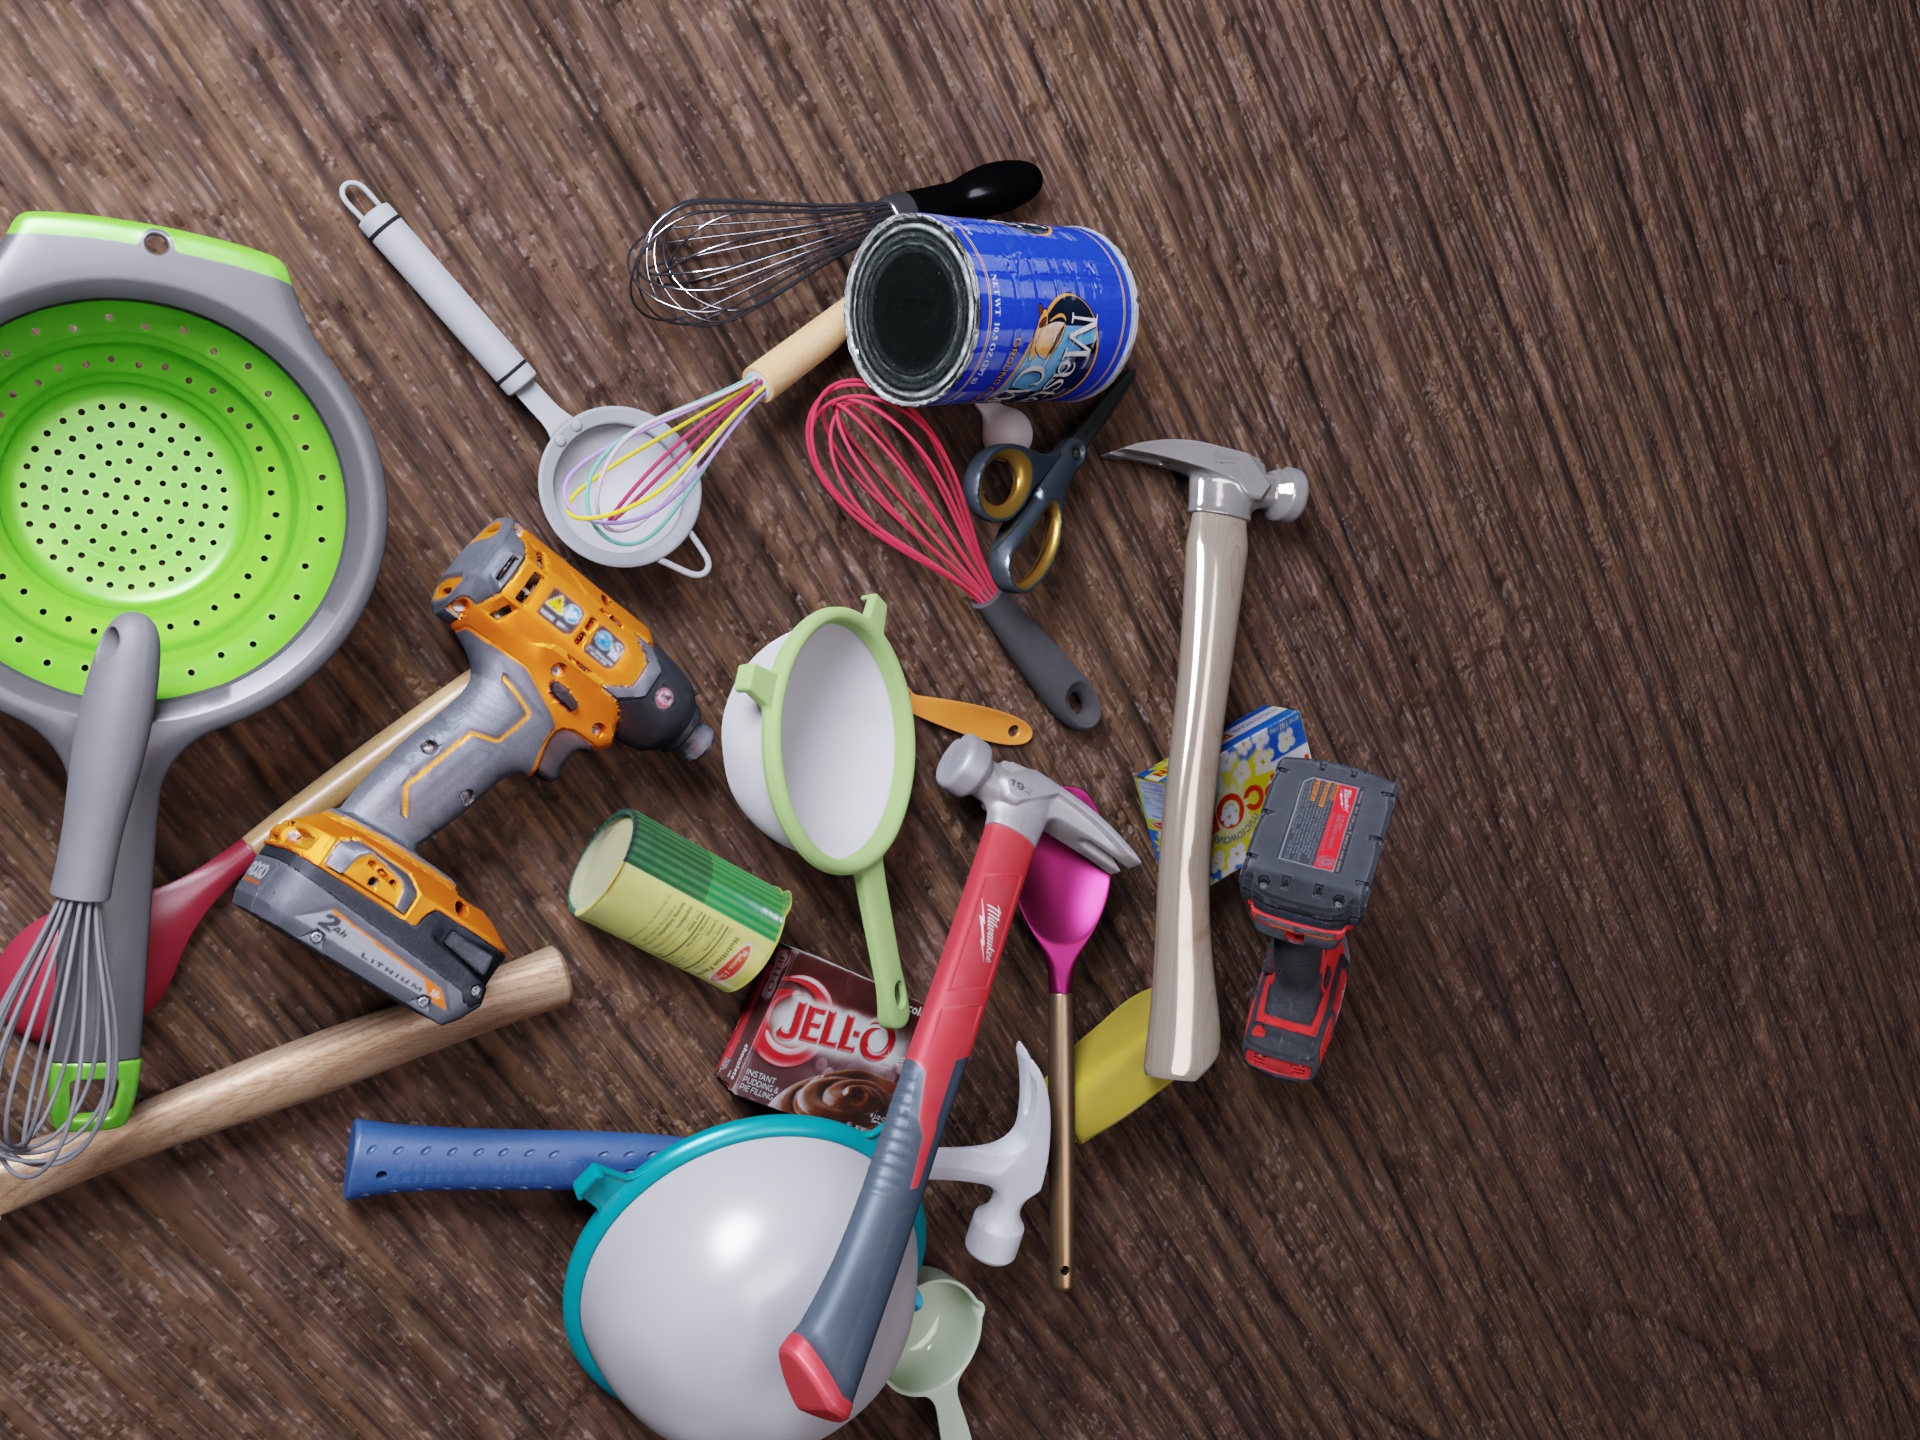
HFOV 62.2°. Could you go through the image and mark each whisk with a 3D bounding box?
[{"bbox_3d":[-0.366,0.072,0.663,0.055,0.055,0.239,11,90,-32],"label":"whisk"},{"bbox_3d":[0.006,-0.090,0.965,0.073,0.073,0.295,-51,124,-15],"label":"whisk"},{"bbox_3d":[-0.062,-0.279,0.900,0.284,0.070,0.070,-25,109,-31],"label":"whisk"},{"bbox_3d":[-0.119,-0.168,0.851,0.051,0.047,0.245,52,52,-13],"label":"whisk"}]

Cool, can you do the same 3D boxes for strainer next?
[{"bbox_3d":[-0.080,0.062,0.919,0.151,0.069,0.256,-39,123,-57],"label":"strainer"},{"bbox_3d":[-0.110,0.390,0.899,0.211,0.095,0.340,-5,112,-20],"label":"strainer"},{"bbox_3d":[-0.224,-0.171,0.824,0.087,0.050,0.258,-48,112,-20],"label":"strainer"}]

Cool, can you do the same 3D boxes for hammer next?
[{"bbox_3d":[-0.353,0.181,0.789,0.331,0.031,0.130,-19,121,-31],"label":"hammer"},{"bbox_3d":[0.144,0.023,1.031,0.146,0.038,0.411,8,83,-25],"label":"hammer"},{"bbox_3d":[-0.001,0.198,0.895,0.143,0.038,0.387,34,55,-20],"label":"hammer"},{"bbox_3d":[-0.132,0.246,0.905,0.405,0.035,0.144,8,109,-24],"label":"hammer"}]

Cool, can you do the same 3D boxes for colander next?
[{"bbox_3d":[-0.381,-0.018,0.719,0.204,0.095,0.397,4,97,-31],"label":"colander"}]

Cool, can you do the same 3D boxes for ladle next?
[{"bbox_3d":[-0.332,0.049,0.797,0.315,0.031,0.069,-41,121,-22],"label":"ladle"}]

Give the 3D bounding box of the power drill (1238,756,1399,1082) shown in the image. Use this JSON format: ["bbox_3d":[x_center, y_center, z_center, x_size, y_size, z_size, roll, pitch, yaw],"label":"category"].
[{"bbox_3d":[0.236,0.132,1.072,0.219,0.078,0.143,83,28,-47],"label":"power drill"}]

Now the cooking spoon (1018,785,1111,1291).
[{"bbox_3d":[0.064,0.201,1.022,0.068,0.017,0.319,1,82,-12],"label":"cooking spoon"}]

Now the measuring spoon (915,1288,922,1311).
[{"bbox_3d":[-0.076,0.326,0.978,0.128,0.021,0.042,40,67,-15],"label":"measuring spoon"}]

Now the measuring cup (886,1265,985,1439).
[{"bbox_3d":[-0.019,0.430,1.031,0.083,0.038,0.167,-21,109,-27],"label":"measuring cup"}]

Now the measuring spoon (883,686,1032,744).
[{"bbox_3d":[-0.002,-0.003,0.999,0.116,0.011,0.021,15,97,-35],"label":"measuring spoon"}]

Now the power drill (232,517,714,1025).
[{"bbox_3d":[-0.231,0.034,0.800,0.164,0.084,0.226,41,68,-27],"label":"power drill"}]

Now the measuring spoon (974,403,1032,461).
[{"bbox_3d":[0.009,-0.212,0.969,0.034,0.018,0.124,-43,115,-19],"label":"measuring spoon"}]
